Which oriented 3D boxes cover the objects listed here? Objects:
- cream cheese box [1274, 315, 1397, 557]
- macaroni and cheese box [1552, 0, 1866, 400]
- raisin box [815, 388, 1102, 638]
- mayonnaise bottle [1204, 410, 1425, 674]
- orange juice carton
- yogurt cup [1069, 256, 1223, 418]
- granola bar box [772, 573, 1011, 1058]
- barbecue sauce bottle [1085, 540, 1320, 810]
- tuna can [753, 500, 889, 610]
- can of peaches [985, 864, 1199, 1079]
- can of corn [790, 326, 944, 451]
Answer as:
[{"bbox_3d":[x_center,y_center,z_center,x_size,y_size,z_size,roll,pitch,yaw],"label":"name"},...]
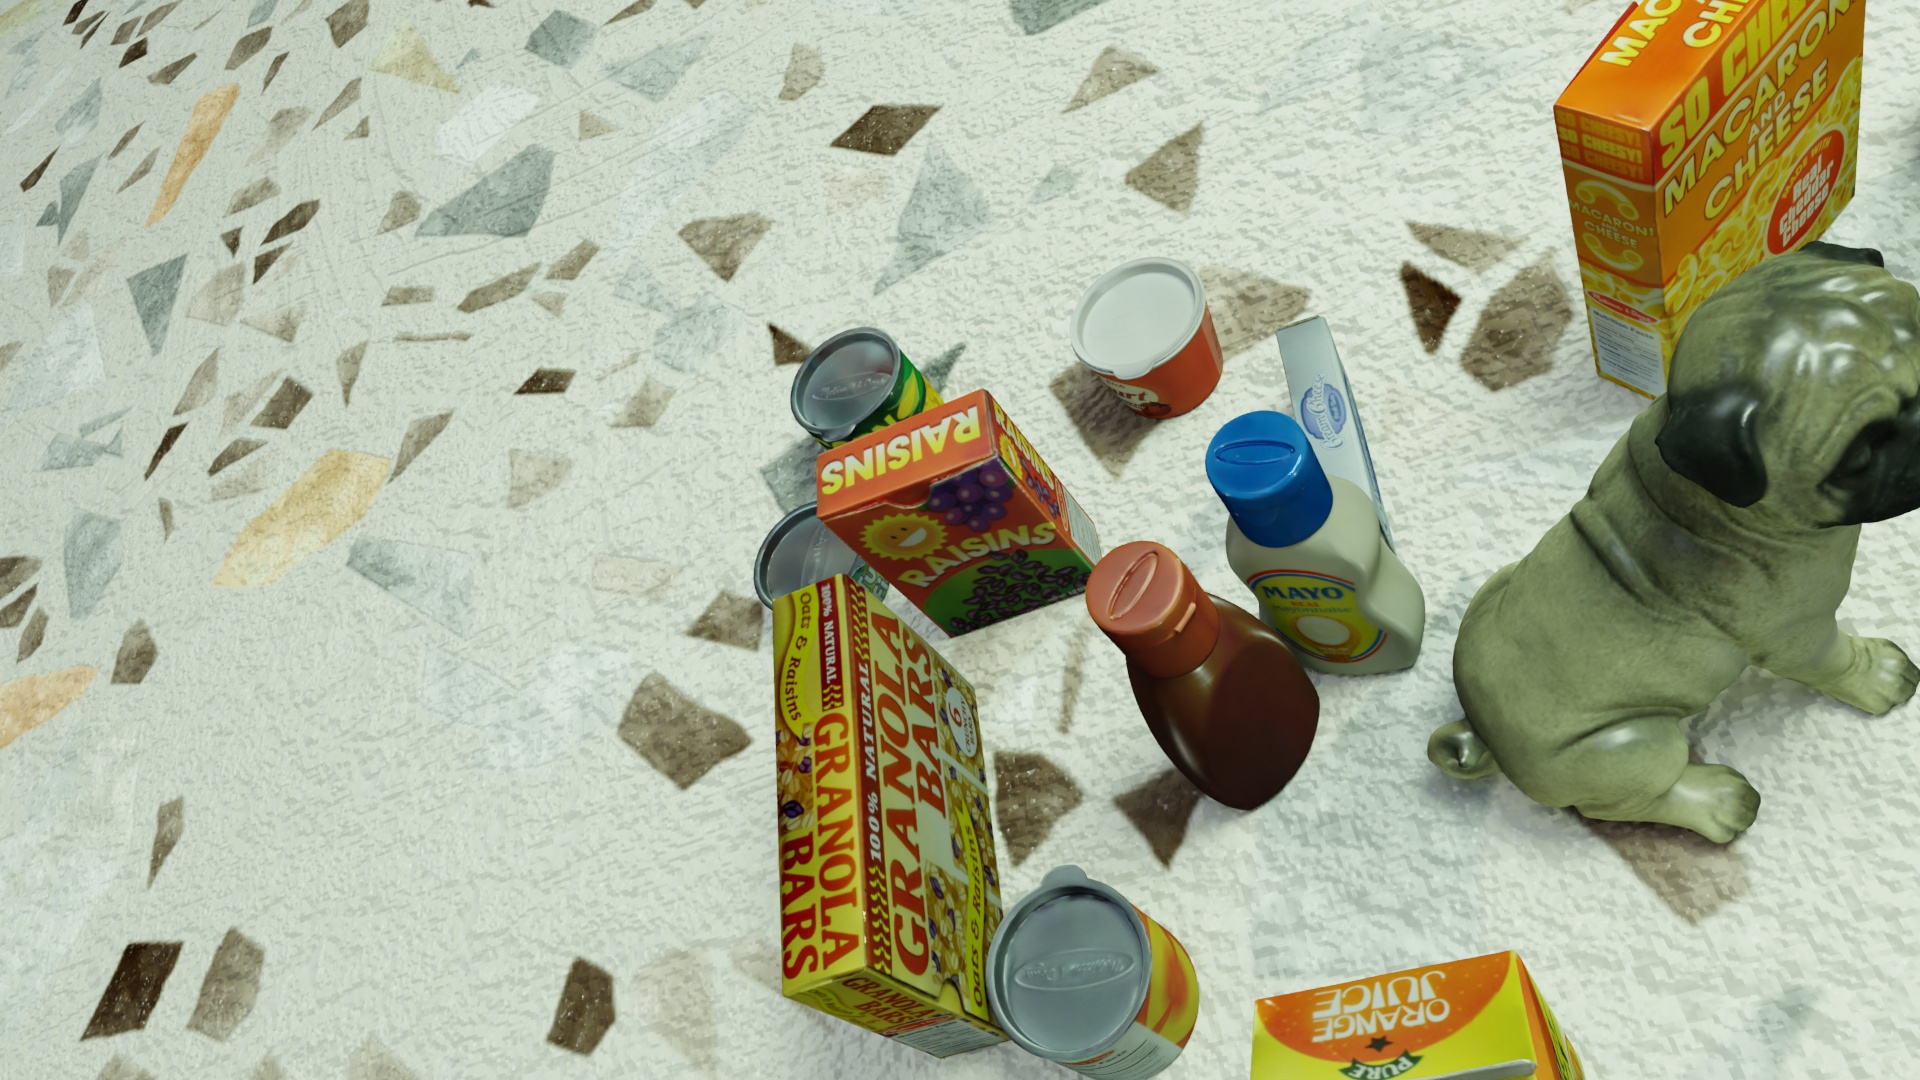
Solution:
[{"bbox_3d":[0.163,-0.041,0.602,0.024,0.053,0.104,-18,54,21],"label":"cream cheese box"},{"bbox_3d":[0.284,-0.146,0.522,0.124,0.166,0.040,-49,50,-5],"label":"macaroni and cheese box"},{"bbox_3d":[0.002,-0.008,0.629,0.086,0.123,0.040,-20,54,19],"label":"raisin box"},{"bbox_3d":[0.132,0.005,0.529,0.064,0.147,0.041,0,62,31],"label":"mayonnaise bottle"},{"bbox_3d":[0.138,0.170,0.392,0.071,0.192,0.073,-18,54,20],"label":"orange juice carton"},{"bbox_3d":[0.094,-0.096,0.676,0.072,0.053,0.073,-15,55,22],"label":"yogurt cup"},{"bbox_3d":[-0.027,0.113,0.570,0.039,0.124,0.166,-21,53,19],"label":"granola bar box"},{"bbox_3d":[0.092,0.050,0.524,0.044,0.148,0.065,27,78,39],"label":"barbecue sauce bottle"},{"bbox_3d":[-0.068,0.015,0.715,0.071,0.032,0.071,-15,55,22],"label":"tuna can"},{"bbox_3d":[0.052,0.167,0.533,0.071,0.058,0.071,-15,55,22],"label":"can of peaches"},{"bbox_3d":[-0.048,-0.068,0.738,0.071,0.058,0.071,-15,55,22],"label":"can of corn"}]
